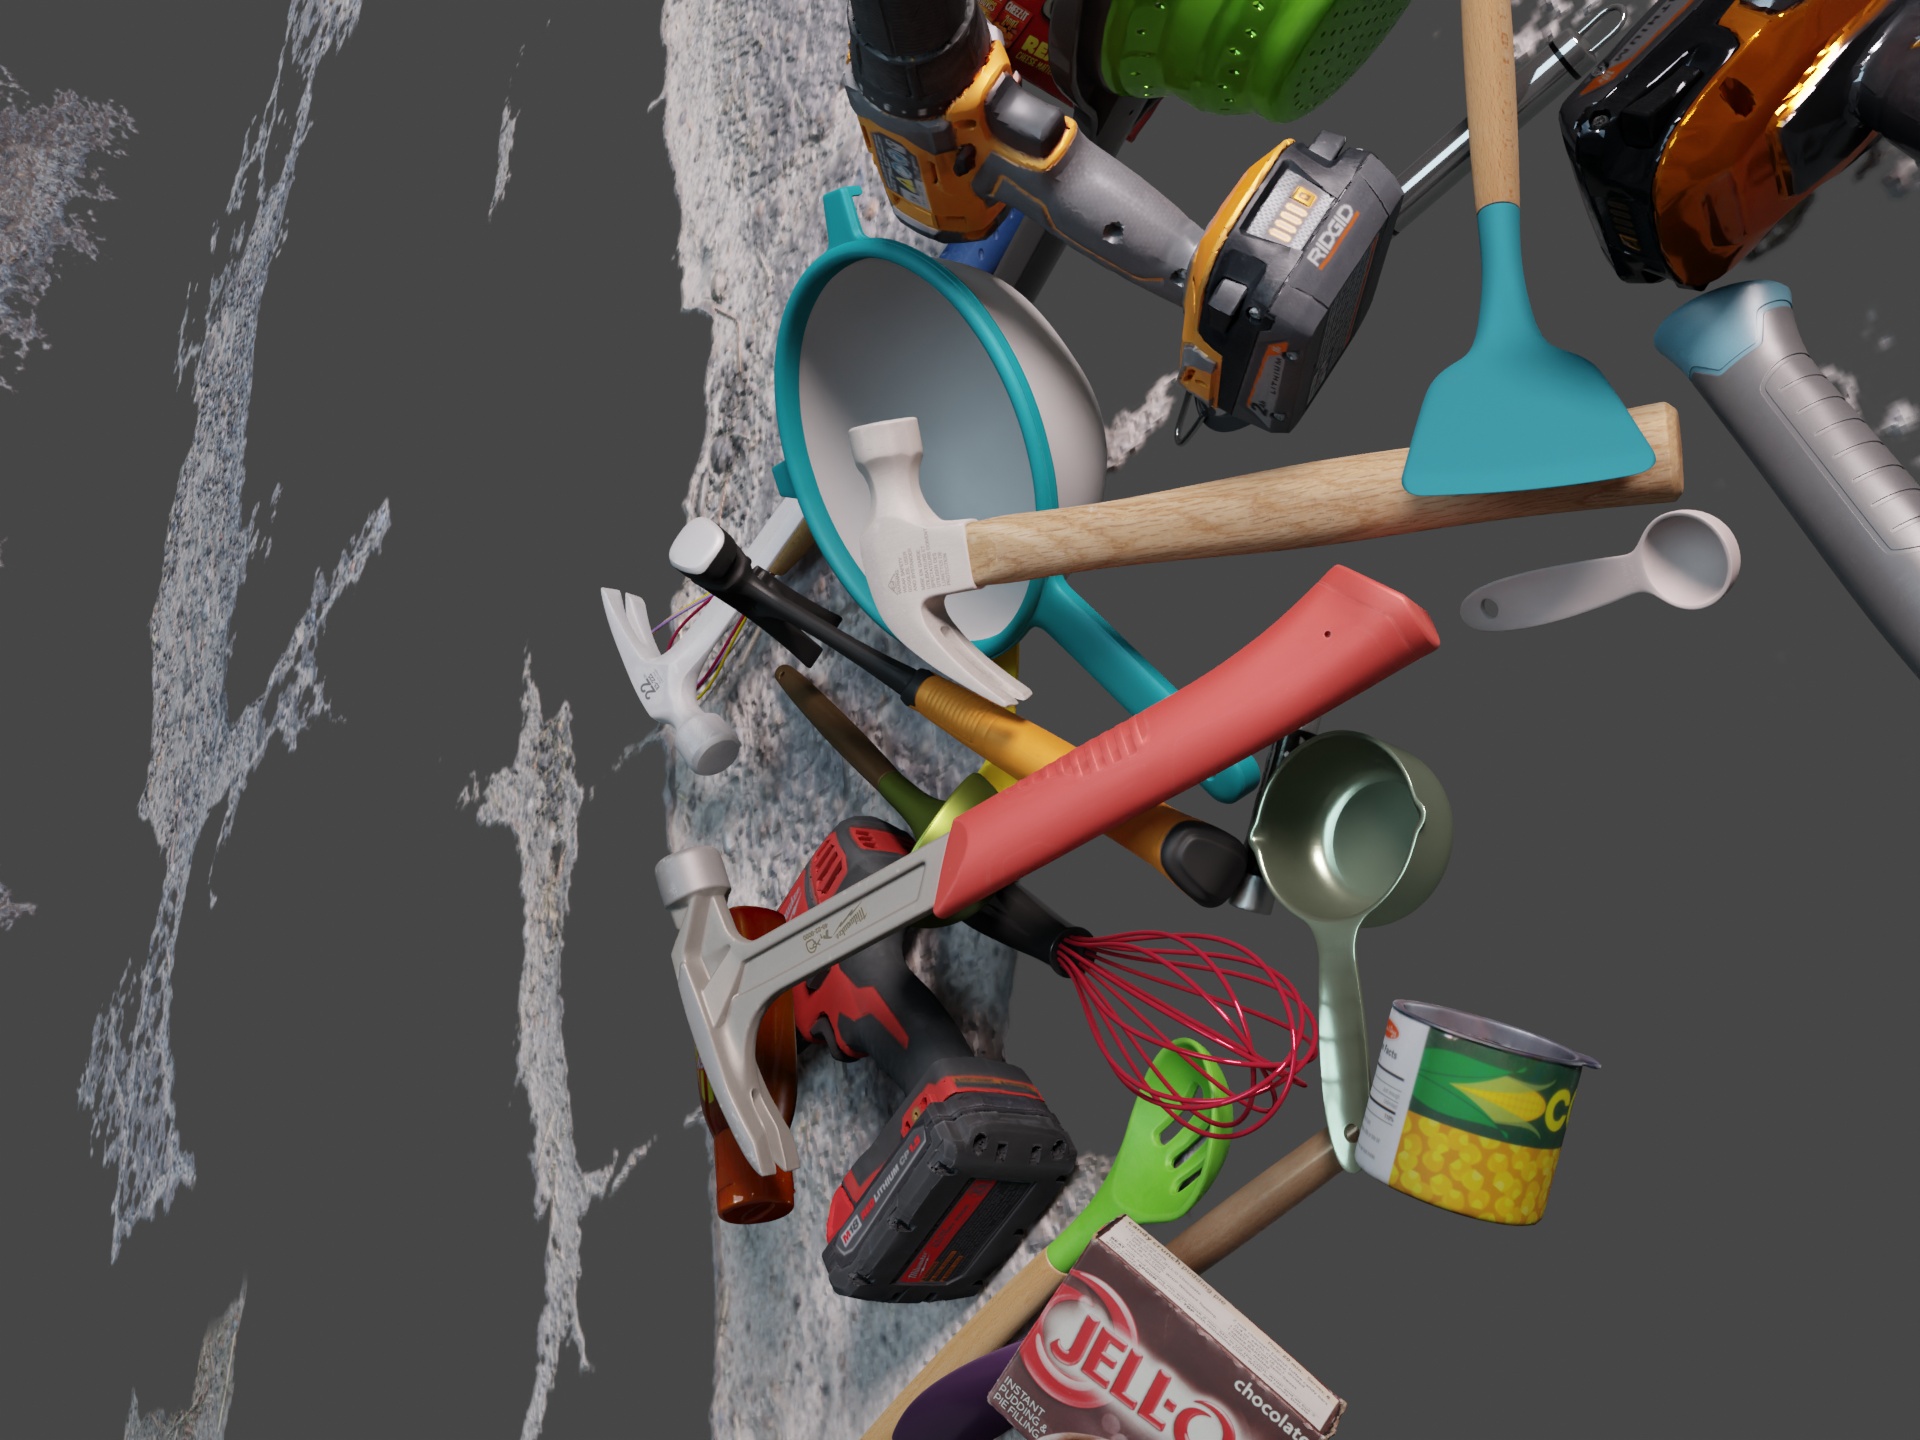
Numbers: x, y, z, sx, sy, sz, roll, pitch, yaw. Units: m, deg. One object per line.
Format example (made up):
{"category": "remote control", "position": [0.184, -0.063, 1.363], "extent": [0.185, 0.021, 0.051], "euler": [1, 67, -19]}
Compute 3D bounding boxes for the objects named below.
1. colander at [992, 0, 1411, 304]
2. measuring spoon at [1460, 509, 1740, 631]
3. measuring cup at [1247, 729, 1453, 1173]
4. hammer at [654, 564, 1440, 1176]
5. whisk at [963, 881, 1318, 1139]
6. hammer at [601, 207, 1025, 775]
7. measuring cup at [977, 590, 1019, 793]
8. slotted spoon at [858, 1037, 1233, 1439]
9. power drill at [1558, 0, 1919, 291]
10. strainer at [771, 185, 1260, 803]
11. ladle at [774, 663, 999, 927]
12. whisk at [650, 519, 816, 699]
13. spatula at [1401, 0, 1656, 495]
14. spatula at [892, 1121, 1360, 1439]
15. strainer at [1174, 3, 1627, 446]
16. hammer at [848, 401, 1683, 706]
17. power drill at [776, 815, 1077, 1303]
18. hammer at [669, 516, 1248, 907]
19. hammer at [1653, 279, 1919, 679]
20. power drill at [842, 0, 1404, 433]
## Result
{"category": "colander", "position": [0.107, -0.281, 0.740], "extent": [0.094, 0.204, 0.397], "euler": [44, 136, 10]}
{"category": "measuring spoon", "position": [0.229, -0.051, 0.575], "extent": [0.124, 0.018, 0.034], "euler": [-15, 96, 64]}
{"category": "measuring cup", "position": [0.157, 0.088, 0.616], "extent": [0.083, 0.038, 0.168], "euler": [-14, 70, 47]}
{"category": "hammer", "position": [0.029, 0.052, 0.646], "extent": [0.359, 0.036, 0.149], "euler": [-30, 71, 22]}
{"category": "whisk", "position": [0.058, 0.105, 0.685], "extent": [0.296, 0.073, 0.073], "euler": [20, 95, 65]}
{"category": "hammer", "position": [-0.076, -0.162, 0.931], "extent": [0.405, 0.035, 0.144], "euler": [-51, 59, 18]}
{"category": "measuring cup", "position": [0.030, 0.003, 0.807], "extent": [0.062, 0.029, 0.157], "euler": [-27, 49, 37]}
{"category": "slotted spoon", "position": [0.031, 0.257, 0.722], "extent": [0.313, 0.031, 0.070], "euler": [-54, 28, 28]}
{"category": "power drill", "position": [0.293, -0.155, 0.464], "extent": [0.164, 0.084, 0.227], "euler": [-47, 44, 0]}
{"category": "strainer", "position": [0.044, -0.098, 0.771], "extent": [0.341, 0.095, 0.210], "euler": [47, 143, 22]}
{"category": "ladle", "position": [-0.056, 0.019, 0.839], "extent": [0.078, 0.062, 0.320], "euler": [-58, 30, 5]}
{"category": "whisk", "position": [-0.129, -0.085, 1.011], "extent": [0.245, 0.051, 0.047], "euler": [-40, 72, 30]}
{"category": "spatula", "position": [0.206, -0.222, 0.606], "extent": [0.082, 0.044, 0.318], "euler": [-4, 71, 18]}
{"category": "spatula", "position": [0.078, 0.232, 0.660], "extent": [0.316, 0.059, 0.018], "euler": [-45, 33, 25]}
{"category": "strainer", "position": [0.172, -0.211, 0.688], "extent": [0.258, 0.050, 0.087], "euler": [-39, 42, 32]}
{"category": "hammer", "position": [0.109, -0.079, 0.638], "extent": [0.331, 0.031, 0.130], "euler": [-5, 100, 27]}
{"category": "power drill", "position": [-0.053, 0.183, 0.808], "extent": [0.188, 0.080, 0.227], "euler": [-57, 40, 22]}
{"category": "hammer", "position": [-0.001, -0.002, 0.755], "extent": [0.337, 0.127, 0.034], "euler": [31, 86, 37]}
{"category": "hammer", "position": [0.306, -0.015, 0.472], "extent": [0.128, 0.033, 0.331], "euler": [-42, 49, 33]}
{"category": "power drill", "position": [0.052, -0.218, 0.619], "extent": [0.226, 0.185, 0.084], "euler": [32, 84, 12]}
